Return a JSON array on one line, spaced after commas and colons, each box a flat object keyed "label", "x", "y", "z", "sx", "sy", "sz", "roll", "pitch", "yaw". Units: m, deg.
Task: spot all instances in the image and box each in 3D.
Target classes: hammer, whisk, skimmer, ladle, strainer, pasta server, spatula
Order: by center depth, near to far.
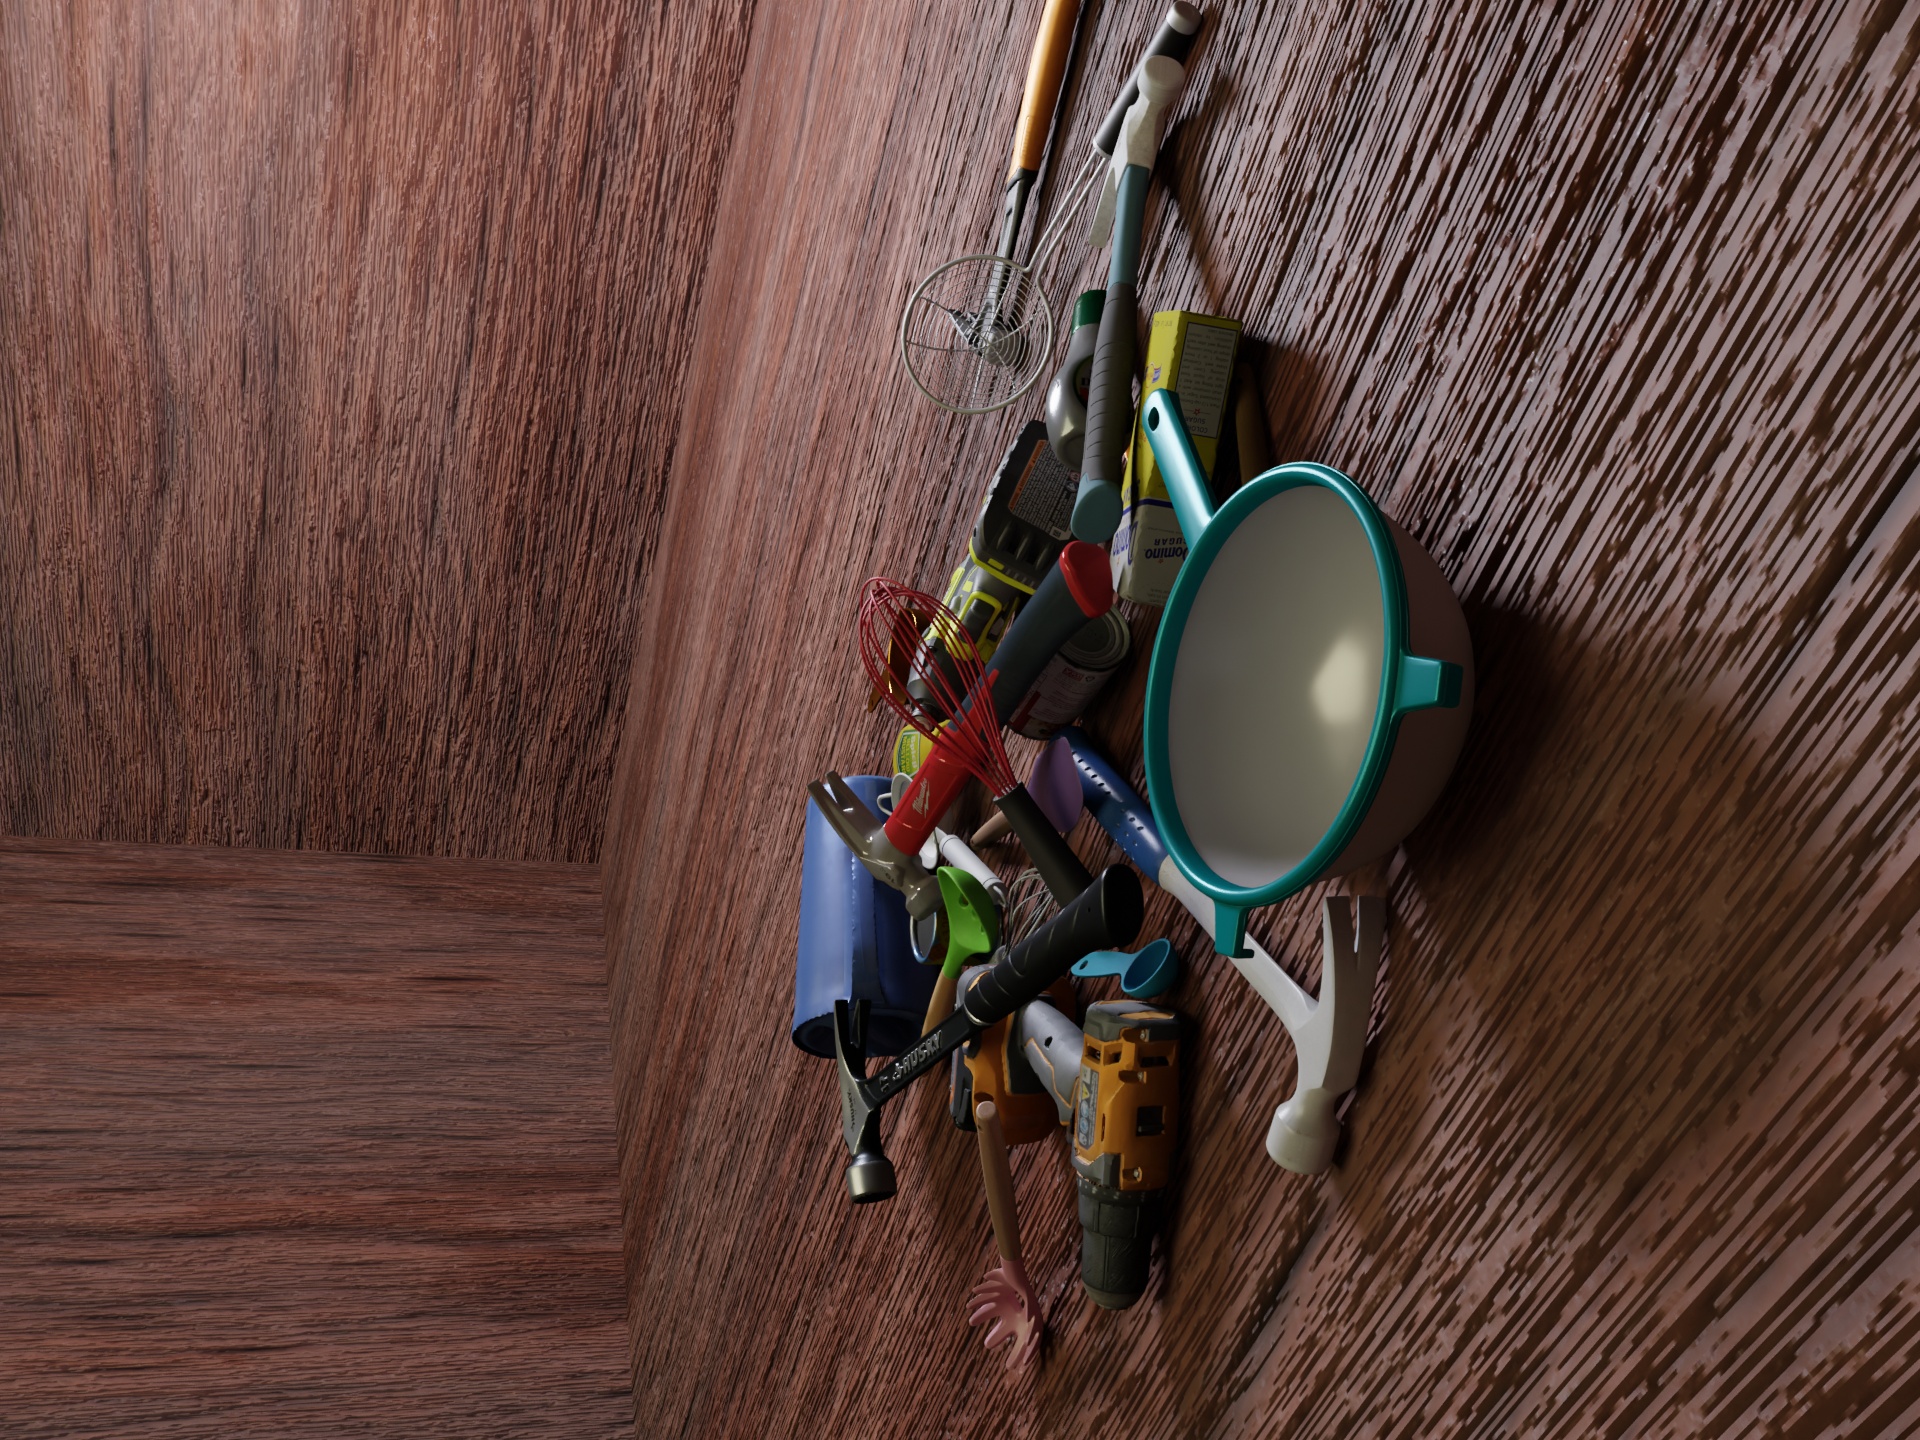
[{"label": "strainer", "x": 0.169, "y": -0.057, "z": 0.808, "sx": 0.341, "sy": 0.095, "sz": 0.211, "roll": -101, "pitch": 29, "yaw": -44}, {"label": "ladle", "x": 0.173, "y": -0.070, "z": 0.894, "sx": 0.069, "sy": 0.031, "sz": 0.316, "roll": -21, "pitch": 59, "yaw": 37}, {"label": "hammer", "x": 0.134, "y": 0.090, "z": 0.958, "sx": 0.406, "sy": 0.035, "sz": 0.144, "roll": -127, "pitch": 45, "yaw": -63}, {"label": "hammer", "x": 0.104, "y": -0.266, "z": 1.037, "sx": 0.128, "sy": 0.033, "sz": 0.331, "roll": 113, "pitch": 167, "yaw": -65}, {"label": "pasta server", "x": 0.026, "y": 0.344, "z": 1.051, "sx": 0.060, "sy": 0.040, "sz": 0.315, "roll": 36, "pitch": 150, "yaw": 34}, {"label": "whisk", "x": 0.021, "y": 0.031, "z": 1.055, "sx": 0.296, "sy": 0.073, "sz": 0.073, "roll": 56, "pitch": 160, "yaw": -6}, {"label": "hammer", "x": 0.005, "y": 0.194, "z": 1.056, "sx": 0.408, "sy": 0.036, "sz": 0.149, "roll": -48, "pitch": 45, "yaw": 49}, {"label": "hammer", "x": -0.002, "y": -0.004, "z": 1.130, "sx": 0.143, "sy": 0.038, "sz": 0.386, "roll": 48, "pitch": 139, "yaw": 13}, {"label": "spatula", "x": 0.045, "y": 0.070, "z": 1.181, "sx": 0.316, "sy": 0.018, "sz": 0.060, "roll": 133, "pitch": 123, "yaw": -73}, {"label": "skimmer", "x": 0.064, "y": -0.374, "z": 1.188, "sx": 0.127, "sy": 0.090, "sz": 0.363, "roll": 50, "pitch": 144, "yaw": 8}, {"label": "whisk", "x": 0.040, "y": 0.177, "z": 1.204, "sx": 0.059, "sy": 0.058, "sz": 0.246, "roll": -56, "pitch": -4, "yaw": -37}, {"label": "strainer", "x": -0.008, "y": 0.102, "z": 1.301, "sx": 0.259, "sy": 0.050, "sz": 0.086, "roll": -141, "pitch": 37, "yaw": -64}, {"label": "hammer", "x": 0.055, "y": -0.474, "z": 1.324, "sx": 0.127, "sy": 0.034, "sz": 0.336, "roll": -119, "pitch": 38, "yaw": -56}]

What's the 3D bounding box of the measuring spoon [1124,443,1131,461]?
[{"label": "measuring spoon", "x": 0.124, "y": -0.185, "z": 1.095, "sx": 0.021, "sy": 0.011, "sz": 0.117, "roll": -56, "pitch": 35, "yaw": 28}]

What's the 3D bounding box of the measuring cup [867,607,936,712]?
[{"label": "measuring cup", "x": -0.042, "y": -0.041, "z": 1.473, "sx": 0.173, "sy": 0.052, "sz": 0.095, "roll": 130, "pitch": 140, "yaw": -62}]

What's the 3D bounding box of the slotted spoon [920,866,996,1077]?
[{"label": "slotted spoon", "x": -0.011, "y": 0.209, "z": 1.261, "sx": 0.070, "sy": 0.031, "sz": 0.313, "roll": 51, "pitch": 150, "yaw": 27}]

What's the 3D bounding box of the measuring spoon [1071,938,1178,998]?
[{"label": "measuring spoon", "x": 0.106, "y": 0.164, "z": 1.029, "sx": 0.042, "sy": 0.021, "sz": 0.128, "roll": -52, "pitch": 11, "yaw": -19}]

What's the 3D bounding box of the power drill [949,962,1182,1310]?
[{"label": "power drill", "x": 0.069, "y": 0.262, "z": 1.046, "sx": 0.226, "sy": 0.084, "sz": 0.185, "roll": -172, "pitch": 86, "yaw": -66}]

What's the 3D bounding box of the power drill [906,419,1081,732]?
[{"label": "power drill", "x": 0.026, "y": -0.099, "z": 1.184, "sx": 0.171, "sy": 0.080, "sz": 0.223, "roll": -66, "pitch": 5, "yaw": -37}]
